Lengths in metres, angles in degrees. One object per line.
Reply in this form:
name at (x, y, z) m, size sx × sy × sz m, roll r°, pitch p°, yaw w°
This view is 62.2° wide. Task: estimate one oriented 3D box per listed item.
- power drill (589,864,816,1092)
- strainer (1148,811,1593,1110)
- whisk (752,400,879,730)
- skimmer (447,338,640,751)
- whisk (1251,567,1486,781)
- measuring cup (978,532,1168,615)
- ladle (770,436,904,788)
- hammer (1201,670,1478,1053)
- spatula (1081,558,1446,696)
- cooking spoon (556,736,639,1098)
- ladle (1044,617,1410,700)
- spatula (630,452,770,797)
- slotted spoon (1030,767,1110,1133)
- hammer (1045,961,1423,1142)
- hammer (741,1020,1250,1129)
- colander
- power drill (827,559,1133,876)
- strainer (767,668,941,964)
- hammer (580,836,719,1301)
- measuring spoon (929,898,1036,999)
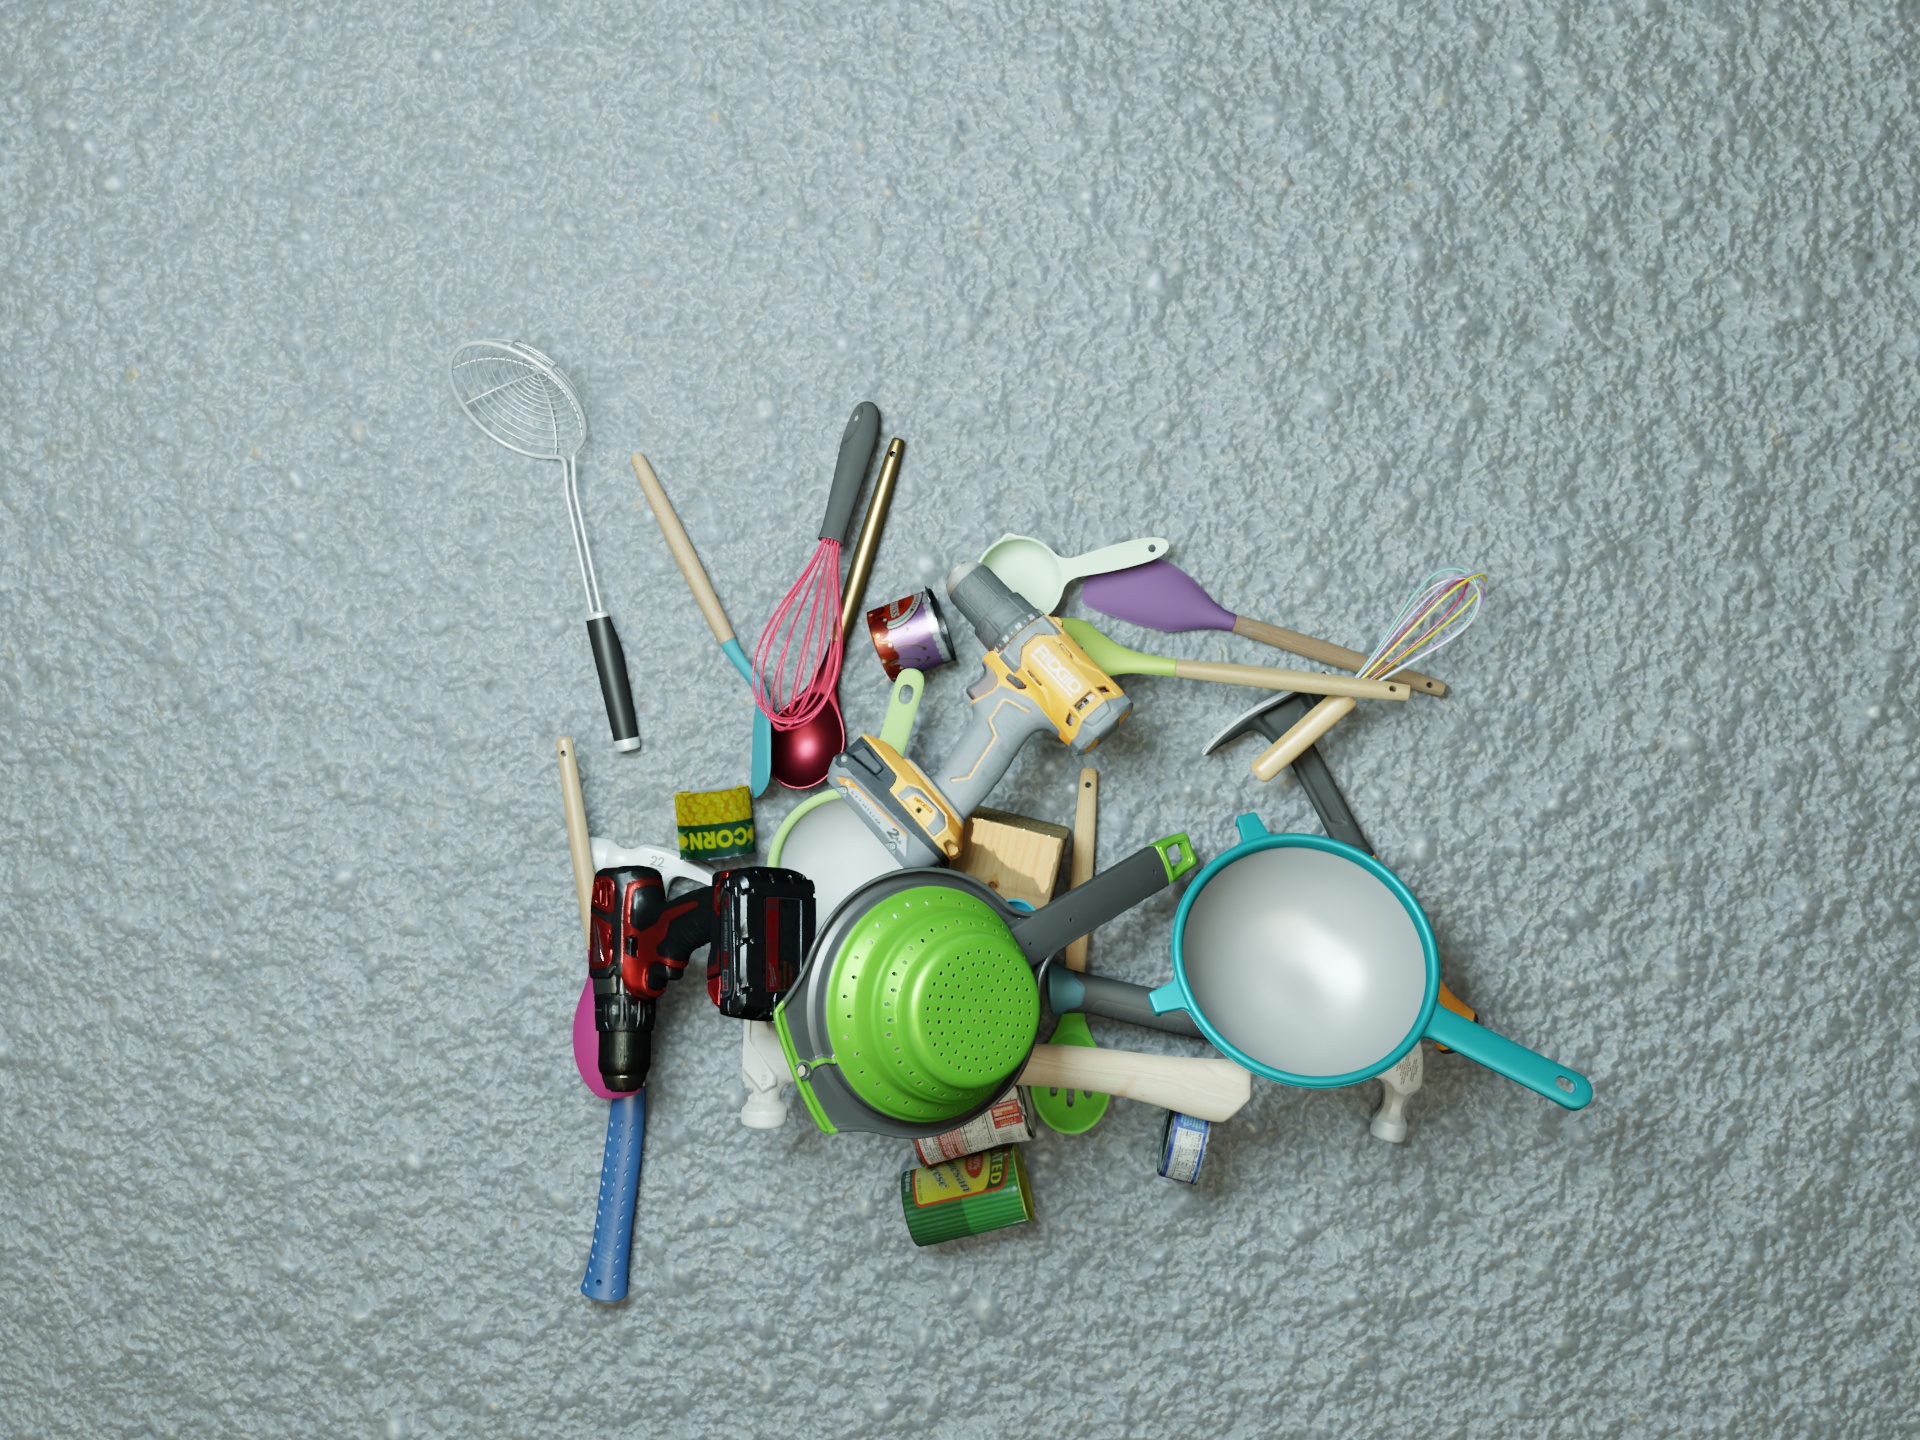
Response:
power drill at (-0.221, 0.207, 1.287) m, size 0.227 × 0.080 × 0.188 m, roll -9°, pitch 77°, yaw 40°
strainer at (0.327, 0.232, 1.273) m, size 0.340 × 0.095 × 0.211 m, roll 26°, pitch 64°, yaw 11°
whisk at (-0.115, -0.133, 1.343) m, size 0.073 × 0.073 × 0.296 m, roll 14°, pitch 80°, yaw 4°
skimmer at (-0.348, -0.145, 1.365) m, size 0.127 × 0.090 × 0.363 m, roll -9°, pitch 95°, yaw 38°
whisk at (0.334, -0.038, 1.304) m, size 0.245 × 0.047 × 0.051 m, roll -42°, pitch 91°, yaw 7°
measuring cup at (0.094, -0.129, 1.354) m, size 0.167 × 0.038 × 0.083 m, roll -14°, pitch 92°, yaw 4°
ladle at (-0.100, -0.093, 1.378) m, size 0.069 × 0.031 × 0.315 m, roll 17°, pitch 92°, yaw 2°
hammer at (0.335, 0.133, 1.347) m, size 0.127 × 0.034 × 0.337 m, roll -29°, pitch 90°, yaw 5°
spatula at (0.258, -0.077, 1.351) m, size 0.316 × 0.018 × 0.060 m, roll 19°, pitch 93°, yaw 5°
cooking spoon at (-0.320, 0.172, 1.378) m, size 0.069 × 0.017 × 0.319 m, roll -8°, pitch 93°, yaw 5°
ladle at (0.205, -0.036, 1.313) m, size 0.320 × 0.062 × 0.078 m, roll 7°, pitch 74°, yaw 13°
spatula at (-0.222, -0.087, 1.377) m, size 0.044 × 0.082 × 0.317 m, roll -25°, pitch 85°, yaw -20°
slotted spoon at (0.103, 0.198, 1.375) m, size 0.070 × 0.031 × 0.314 m, roll 4°, pitch 91°, yaw 5°
hammer at (0.231, 0.261, 1.349) m, size 0.331 × 0.033 × 0.128 m, roll 13°, pitch 93°, yaw -2°
hammer at (0.027, 0.269, 1.289) m, size 0.410 × 0.038 × 0.146 m, roll 3°, pitch 91°, yaw 5°
colander at (0.055, 0.179, 1.213) m, size 0.397 × 0.094 × 0.204 m, roll -26°, pitch 99°, yaw -29°
power drill at (-0.002, -0.004, 1.276) m, size 0.226 × 0.084 × 0.185 m, roll -41°, pitch 79°, yaw -4°
strainer at (-0.071, 0.078, 1.361) m, size 0.151 × 0.069 × 0.256 m, roll 17°, pitch 95°, yaw 7°
hammer at (-0.286, 0.313, 1.409) m, size 0.144 × 0.035 × 0.405 m, roll 8°, pitch 94°, yaw 5°
measuring spoon at (0.010, 0.193, 1.284) m, size 0.128 × 0.021 × 0.042 m, roll -37°, pitch 79°, yaw -6°
